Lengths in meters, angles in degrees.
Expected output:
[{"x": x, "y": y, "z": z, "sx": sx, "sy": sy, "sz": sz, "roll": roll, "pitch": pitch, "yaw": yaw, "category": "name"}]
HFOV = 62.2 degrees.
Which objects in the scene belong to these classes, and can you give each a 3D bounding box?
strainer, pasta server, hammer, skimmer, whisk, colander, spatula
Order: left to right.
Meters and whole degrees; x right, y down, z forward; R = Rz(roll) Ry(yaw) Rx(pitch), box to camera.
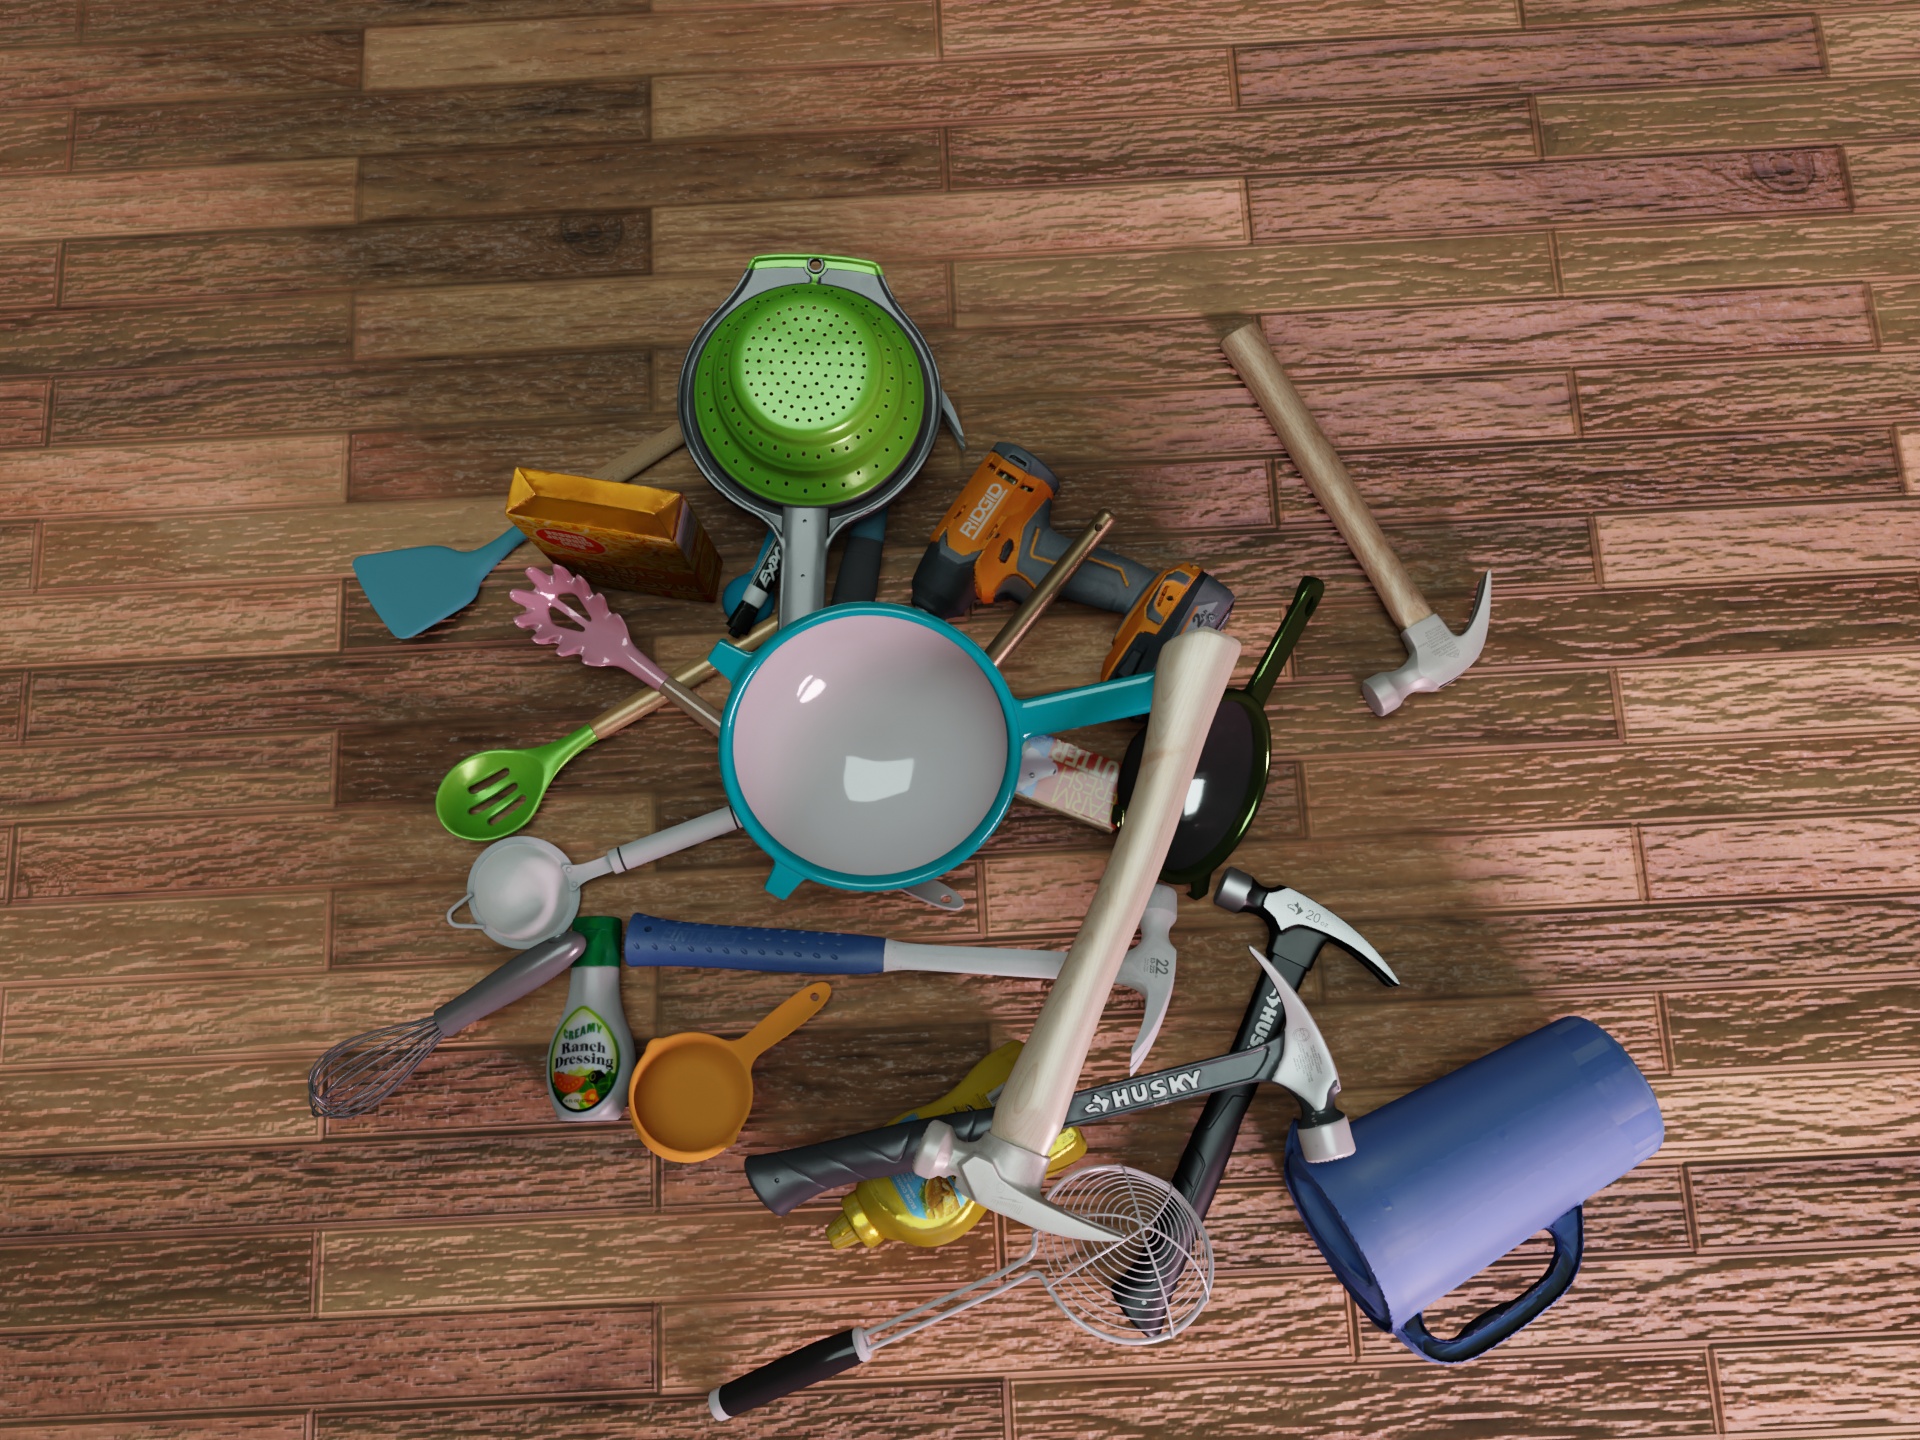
[{"x": -0.376, "y": 0.220, "z": 1.164, "sx": 0.239, "sy": 0.055, "sz": 0.055, "roll": -31, "pitch": 79, "yaw": 1, "category": "whisk"}, {"x": -0.322, "y": -0.172, "z": 1.264, "sx": 0.317, "sy": 0.044, "sz": 0.082, "roll": -33, "pitch": 73, "yaw": -7, "category": "spatula"}, {"x": -0.268, "y": 0.108, "z": 1.204, "sx": 0.258, "sy": 0.050, "sz": 0.087, "roll": -20, "pitch": 94, "yaw": -7, "category": "strainer"}, {"x": -0.205, "y": -0.012, "z": 1.208, "sx": 0.316, "sy": 0.040, "sz": 0.060, "roll": 37, "pitch": 91, "yaw": 3, "category": "pasta server"}, {"x": -0.116, "y": -0.171, "z": 1.182, "sx": 0.204, "sy": 0.094, "sz": 0.397, "roll": 2, "pitch": 84, "yaw": -3, "category": "colander"}, {"x": -0.079, "y": -0.129, "z": 1.255, "sx": 0.128, "sy": 0.033, "sz": 0.331, "roll": 10, "pitch": 78, "yaw": 4, "category": "hammer"}, {"x": -0.045, "y": 0.178, "z": 1.168, "sx": 0.405, "sy": 0.035, "sz": 0.144, "roll": 2, "pitch": 53, "yaw": 5, "category": "hammer"}, {"x": -0.003, "y": 0.419, "z": 1.111, "sx": 0.363, "sy": 0.090, "sz": 0.127, "roll": -27, "pitch": 51, "yaw": 12, "category": "skimmer"}, {"x": -0.002, "y": -0.004, "z": 1.144, "sx": 0.340, "sy": 0.095, "sz": 0.211, "roll": -12, "pitch": 107, "yaw": 0, "category": "strainer"}, {"x": 0.049, "y": 0.266, "z": 1.084, "sx": 0.409, "sy": 0.036, "sz": 0.149, "roll": -15, "pitch": 80, "yaw": 6, "category": "hammer"}, {"x": 0.110, "y": 0.135, "z": 1.061, "sx": 0.146, "sy": 0.038, "sz": 0.411, "roll": 21, "pitch": 84, "yaw": 10, "category": "hammer"}, {"x": 0.186, "y": -0.004, "z": 1.184, "sx": 0.069, "sy": 0.151, "sz": 0.256, "roll": 21, "pitch": 76, "yaw": 41, "category": "strainer"}, {"x": 0.198, "y": 0.286, "z": 1.156, "sx": 0.146, "sy": 0.035, "sz": 0.335, "roll": 24, "pitch": 79, "yaw": 7, "category": "hammer"}, {"x": 0.304, "y": -0.174, "z": 1.257, "sx": 0.130, "sy": 0.031, "sz": 0.331, "roll": -27, "pitch": 78, "yaw": -4, "category": "hammer"}]

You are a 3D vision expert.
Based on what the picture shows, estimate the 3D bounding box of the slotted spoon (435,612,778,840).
[{"x": -0.261, "y": -0.003, "z": 1.234, "sx": 0.314, "sy": 0.031, "sz": 0.070, "roll": -32, "pitch": 79, "yaw": -7, "category": "slotted spoon"}]

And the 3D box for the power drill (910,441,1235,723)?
[{"x": 0.076, "y": -0.092, "z": 1.222, "sx": 0.226, "sy": 0.084, "sz": 0.164, "roll": 34, "pitch": 83, "yaw": 12, "category": "power drill"}]

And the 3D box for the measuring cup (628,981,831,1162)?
[{"x": -0.166, "y": 0.253, "z": 1.169, "sx": 0.173, "sy": 0.052, "sz": 0.095, "roll": -36, "pitch": 76, "yaw": -28, "category": "measuring cup"}]

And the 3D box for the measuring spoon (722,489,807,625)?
[{"x": -0.151, "y": -0.136, "z": 1.262, "sx": 0.042, "sy": 0.021, "sz": 0.129, "roll": 23, "pitch": 81, "yaw": 6, "category": "measuring spoon"}]

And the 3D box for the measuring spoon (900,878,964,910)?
[{"x": -0.052, "y": 0.119, "z": 1.193, "sx": 0.124, "sy": 0.018, "sz": 0.034, "roll": 22, "pitch": 51, "yaw": 21, "category": "measuring spoon"}]

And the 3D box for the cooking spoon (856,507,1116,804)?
[{"x": 0.011, "y": -0.030, "z": 1.188, "sx": 0.069, "sy": 0.017, "sz": 0.319, "roll": 41, "pitch": 103, "yaw": 6, "category": "cooking spoon"}]
